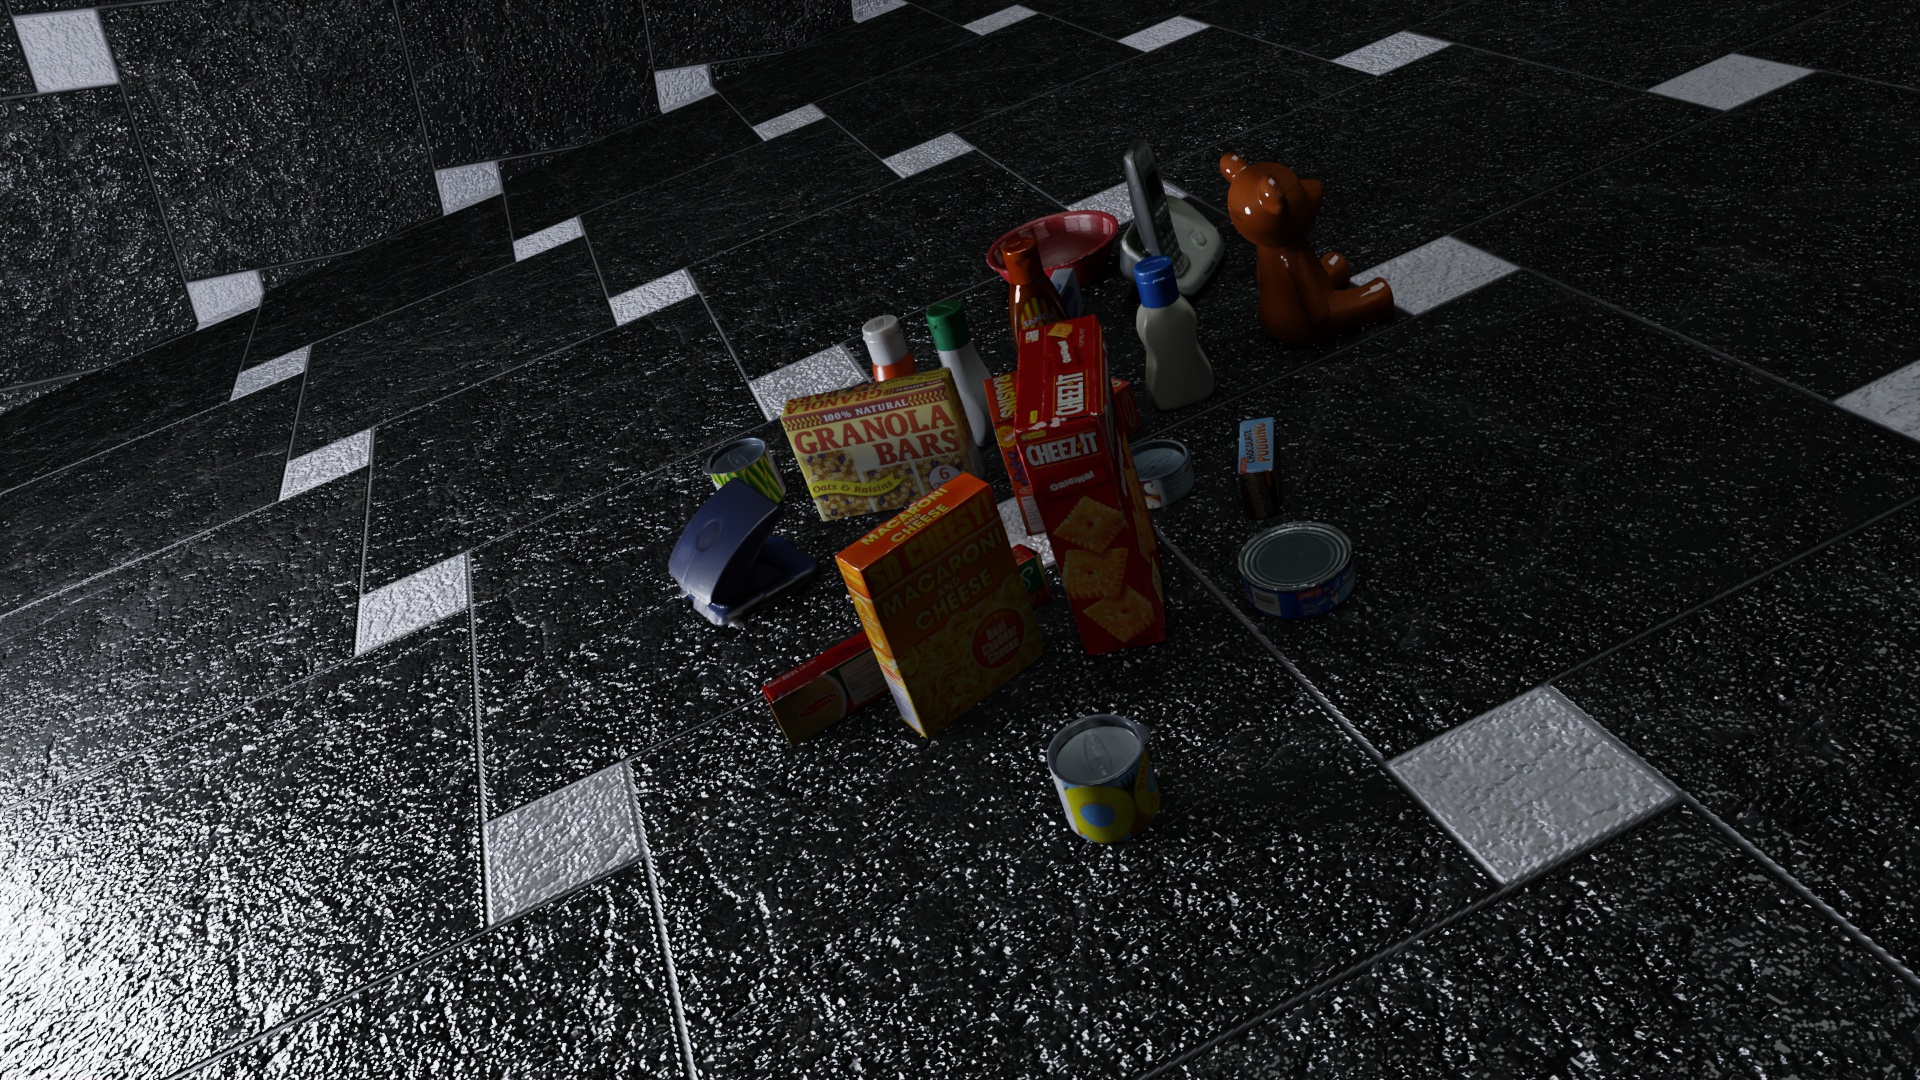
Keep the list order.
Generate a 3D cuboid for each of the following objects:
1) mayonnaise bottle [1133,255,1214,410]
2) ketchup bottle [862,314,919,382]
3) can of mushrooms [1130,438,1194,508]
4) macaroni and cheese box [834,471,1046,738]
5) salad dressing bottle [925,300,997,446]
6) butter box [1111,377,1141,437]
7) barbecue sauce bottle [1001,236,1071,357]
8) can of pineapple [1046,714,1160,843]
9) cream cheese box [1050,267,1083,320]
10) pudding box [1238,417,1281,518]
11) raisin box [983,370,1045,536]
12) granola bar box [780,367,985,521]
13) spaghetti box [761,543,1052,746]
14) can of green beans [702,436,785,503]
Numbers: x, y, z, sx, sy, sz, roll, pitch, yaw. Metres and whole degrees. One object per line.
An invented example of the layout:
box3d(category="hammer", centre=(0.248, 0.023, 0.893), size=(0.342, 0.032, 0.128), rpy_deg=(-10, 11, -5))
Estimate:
box3d(category="mayonnaise bottle", centre=(0.199, -0.198, 1.325), size=(0.065, 0.147, 0.041), rpy_deg=(-18, 32, 2))
box3d(category="ketchup bottle", centre=(-0.059, -0.152, 1.390), size=(0.043, 0.148, 0.065), rpy_deg=(-13, 33, 10))
box3d(category="can of mushrooms", centre=(0.172, -0.060, 1.241), size=(0.071, 0.033, 0.071), rpy_deg=(-14, 33, 9))
box3d(category="macaroni and cheese box", centre=(-0.012, 0.049, 1.052), size=(0.124, 0.165, 0.040), rpy_deg=(-34, 35, -22))
box3d(category="salad dressing bottle", centre=(0.004, -0.165, 1.377), size=(0.044, 0.147, 0.064), rpy_deg=(-37, 36, -25))
box3d(category="butter box", centre=(0.128, -0.138, 1.360), size=(0.024, 0.053, 0.103), rpy_deg=(-36, 36, -25))
box3d(category="barbecue sauce bottle", centre=(0.079, -0.243, 1.452), size=(0.065, 0.148, 0.044), rpy_deg=(-16, 33, 6))
box3d(category="can of pineapple", centre=(0.099, 0.160, 0.932), size=(0.071, 0.057, 0.071), rpy_deg=(-14, 33, 9))
box3d(category="cream cheese box", centre=(0.110, -0.256, 1.544), size=(0.024, 0.053, 0.104), rpy_deg=(-4, 36, 23))
box3d(category="pudding box", centre=(0.256, -0.063, 1.186), size=(0.030, 0.049, 0.084), rpy_deg=(-7, 34, 18))
box3d(category="raisin box", centre=(0.058, -0.079, 1.244), size=(0.040, 0.122, 0.086), rpy_deg=(-16, 33, 6))
box3d(category="granola bar box", centre=(-0.073, -0.090, 1.327), size=(0.165, 0.123, 0.039), rpy_deg=(-10, 34, 14))
box3d(category="spaghetti box", centre=(-0.040, 0.082, 1.125), size=(0.251, 0.050, 0.029), rpy_deg=(-29, 34, -15))
box3d(category="can of green beans", centre=(-0.220, -0.065, 1.428), size=(0.071, 0.057, 0.071), rpy_deg=(-14, 33, 9))
